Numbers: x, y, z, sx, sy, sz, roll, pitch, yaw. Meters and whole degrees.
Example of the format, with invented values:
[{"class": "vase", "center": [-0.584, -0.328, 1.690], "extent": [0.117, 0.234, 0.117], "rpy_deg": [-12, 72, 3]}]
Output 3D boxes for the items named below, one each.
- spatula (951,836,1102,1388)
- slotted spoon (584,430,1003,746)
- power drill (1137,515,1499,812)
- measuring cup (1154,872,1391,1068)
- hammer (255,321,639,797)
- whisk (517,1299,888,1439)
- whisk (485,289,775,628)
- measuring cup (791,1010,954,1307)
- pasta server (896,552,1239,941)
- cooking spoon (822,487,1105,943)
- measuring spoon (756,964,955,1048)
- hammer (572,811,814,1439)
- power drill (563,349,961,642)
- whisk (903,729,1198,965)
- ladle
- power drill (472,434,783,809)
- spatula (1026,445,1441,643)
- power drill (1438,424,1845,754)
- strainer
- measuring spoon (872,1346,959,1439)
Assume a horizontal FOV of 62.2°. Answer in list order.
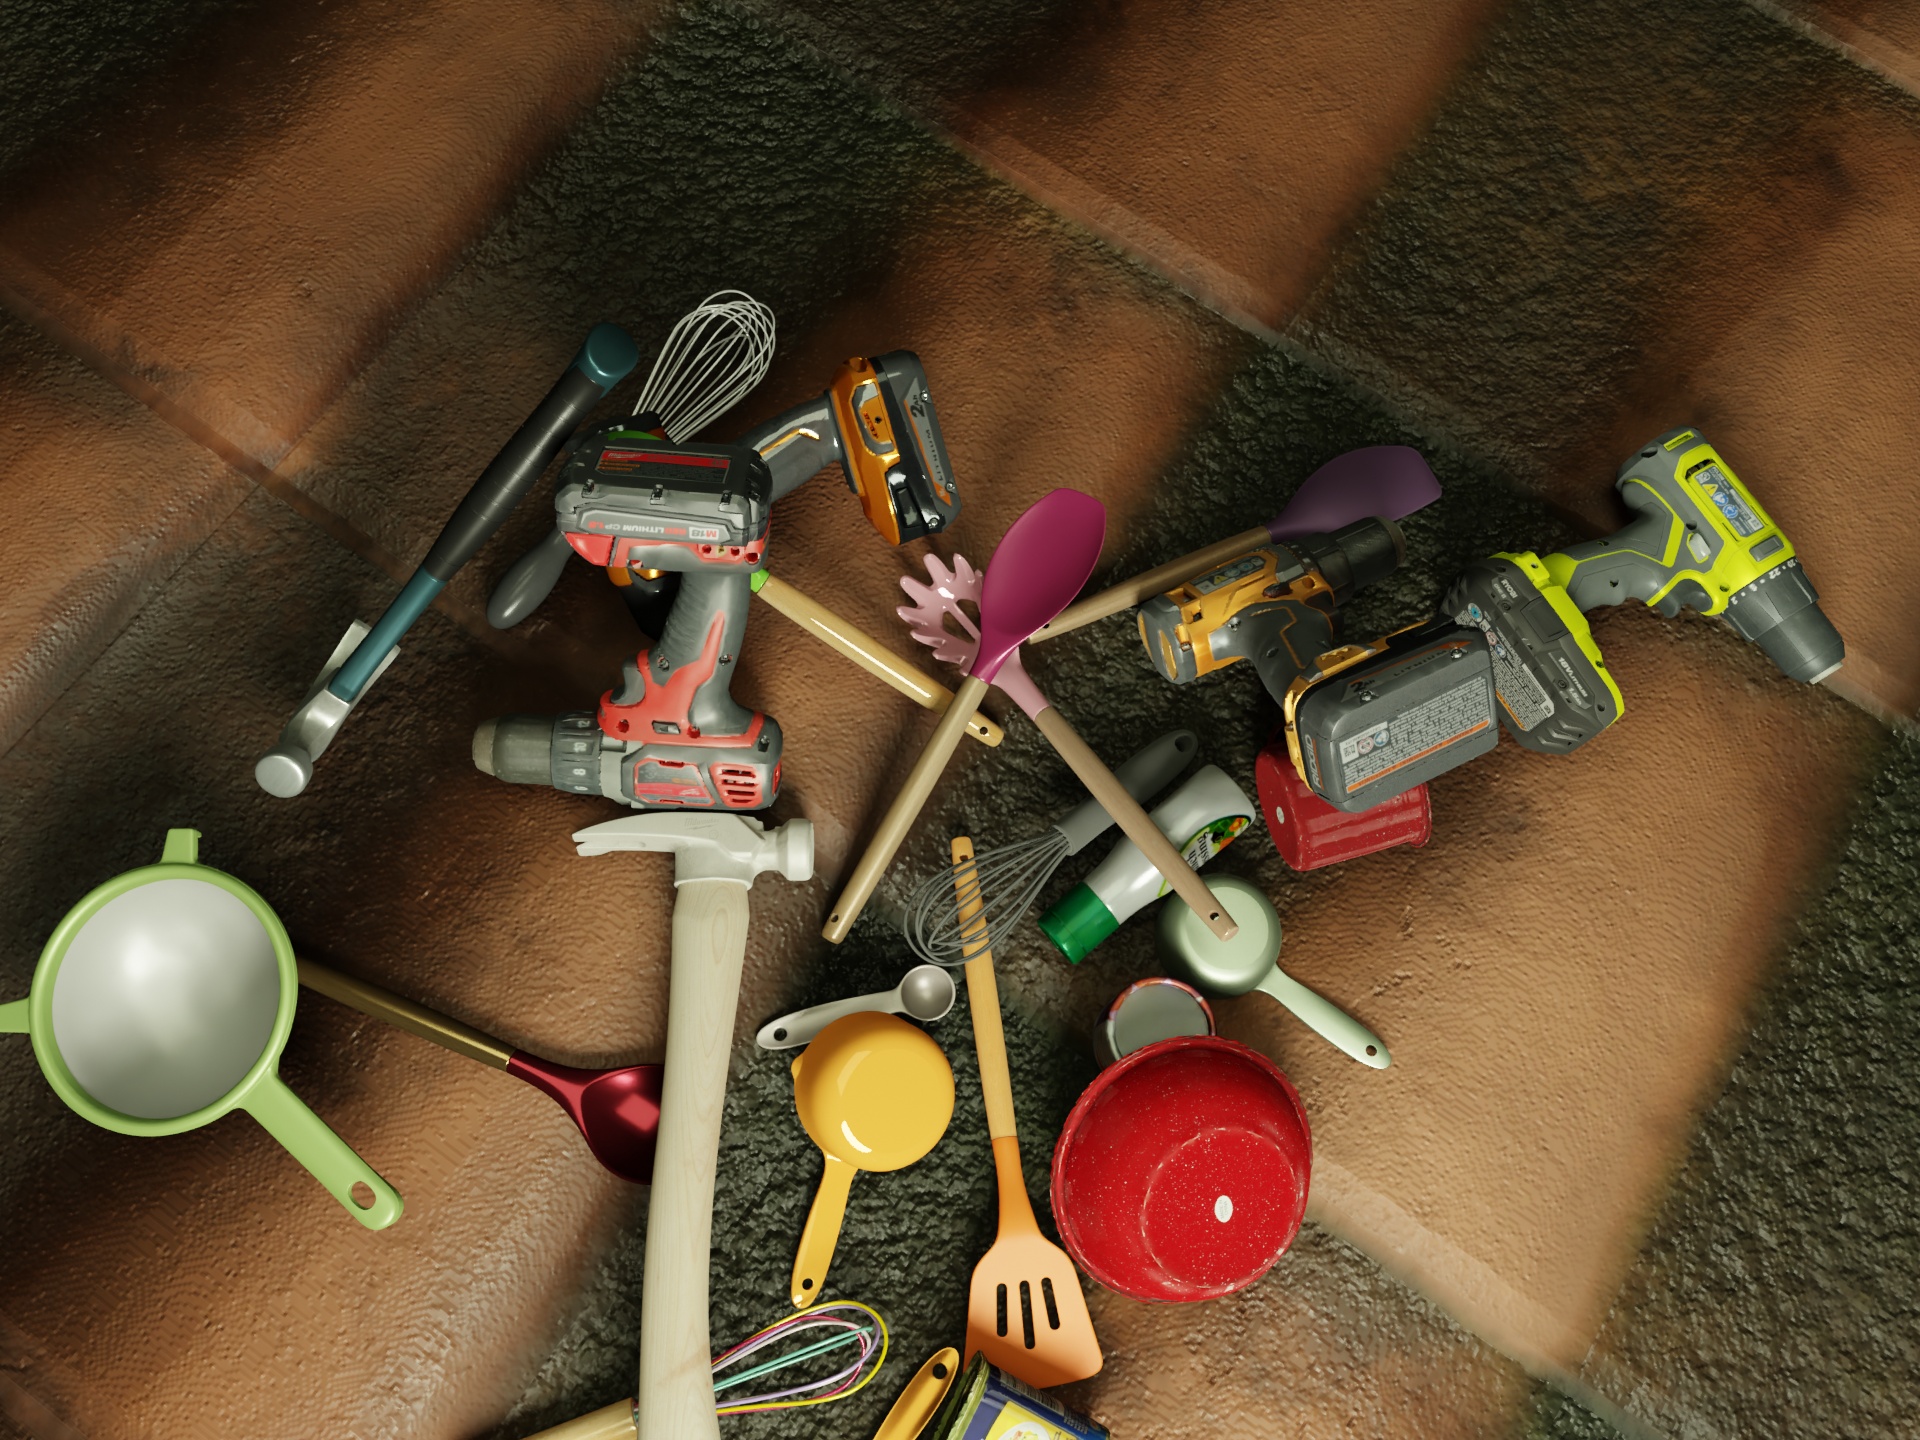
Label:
[{"class": "spatula", "center": [0.021, 0.226, 0.950], "extent": [0.081, 0.041, 0.323], "rpy_deg": [-7, 68, -4]}, {"class": "slotted spoon", "center": [-0.099, -0.073, 0.985], "extent": [0.313, 0.031, 0.070], "rpy_deg": [34, 99, -15]}, {"class": "power drill", "center": [0.236, -0.051, 0.975], "extent": [0.185, 0.084, 0.226], "rpy_deg": [-24, 32, -10]}, {"class": "measuring cup", "center": [0.196, 0.157, 0.973], "extent": [0.167, 0.038, 0.083], "rpy_deg": [36, 73, 11]}, {"class": "hammer", "center": [-0.297, -0.098, 0.929], "extent": [0.033, 0.128, 0.331], "rpy_deg": [37, 110, -21]}, {"class": "whisk", "center": [-0.157, 0.379, 0.876], "extent": [0.245, 0.051, 0.047], "rpy_deg": [-18, 79, -6]}, {"class": "whisk", "center": [-0.220, -0.173, 1.054], "extent": [0.070, 0.070, 0.284], "rpy_deg": [35, 78, 8]}, {"class": "measuring cup", "center": [-0.059, 0.254, 0.908], "extent": [0.095, 0.052, 0.174], "rpy_deg": [21, 78, -19]}, {"class": "pasta server", "center": [0.064, 0.013, 0.979], "extent": [0.060, 0.040, 0.316], "rpy_deg": [-42, 62, 6]}, {"class": "cooking spoon", "center": [-0.002, -0.003, 0.986], "extent": [0.069, 0.017, 0.319], "rpy_deg": [28, 86, 31]}, {"class": "measuring spoon", "center": [-0.063, 0.179, 0.966], "extent": [0.124, 0.018, 0.034], "rpy_deg": [-15, 68, -1]}, {"class": "hammer", "center": [-0.162, 0.241, 0.886], "extent": [0.146, 0.038, 0.411], "rpy_deg": [1, 61, -3]}, {"class": "power drill", "center": [-0.120, -0.137, 1.021], "extent": [0.226, 0.084, 0.164], "rpy_deg": [-18, 104, -8]}, {"class": "whisk", "center": [0.062, 0.071, 0.982], "extent": [0.239, 0.055, 0.055], "rpy_deg": [-35, 77, -26]}, {"class": "ladle", "center": [-0.289, 0.192, 0.939], "extent": [0.315, 0.031, 0.069], "rpy_deg": [22, 65, 6]}, {"class": "power drill", "center": [-0.197, -0.047, 0.940], "extent": [0.188, 0.226, 0.080], "rpy_deg": [4, 30, -3]}, {"class": "spatula", "center": [0.184, -0.118, 1.077], "extent": [0.316, 0.018, 0.060], "rpy_deg": [-24, 72, -12]}, {"class": "power drill", "center": [0.454, -0.073, 1.050], "extent": [0.228, 0.080, 0.191], "rpy_deg": [-27, 75, -15]}, {"class": "strainer", "center": [-0.404, 0.193, 0.907], "extent": [0.256, 0.069, 0.151], "rpy_deg": [41, 83, 7]}, {"class": "measuring spoon", "center": [-0.038, 0.403, 0.893], "extent": [0.021, 0.011, 0.117], "rpy_deg": [36, 69, 8]}]
